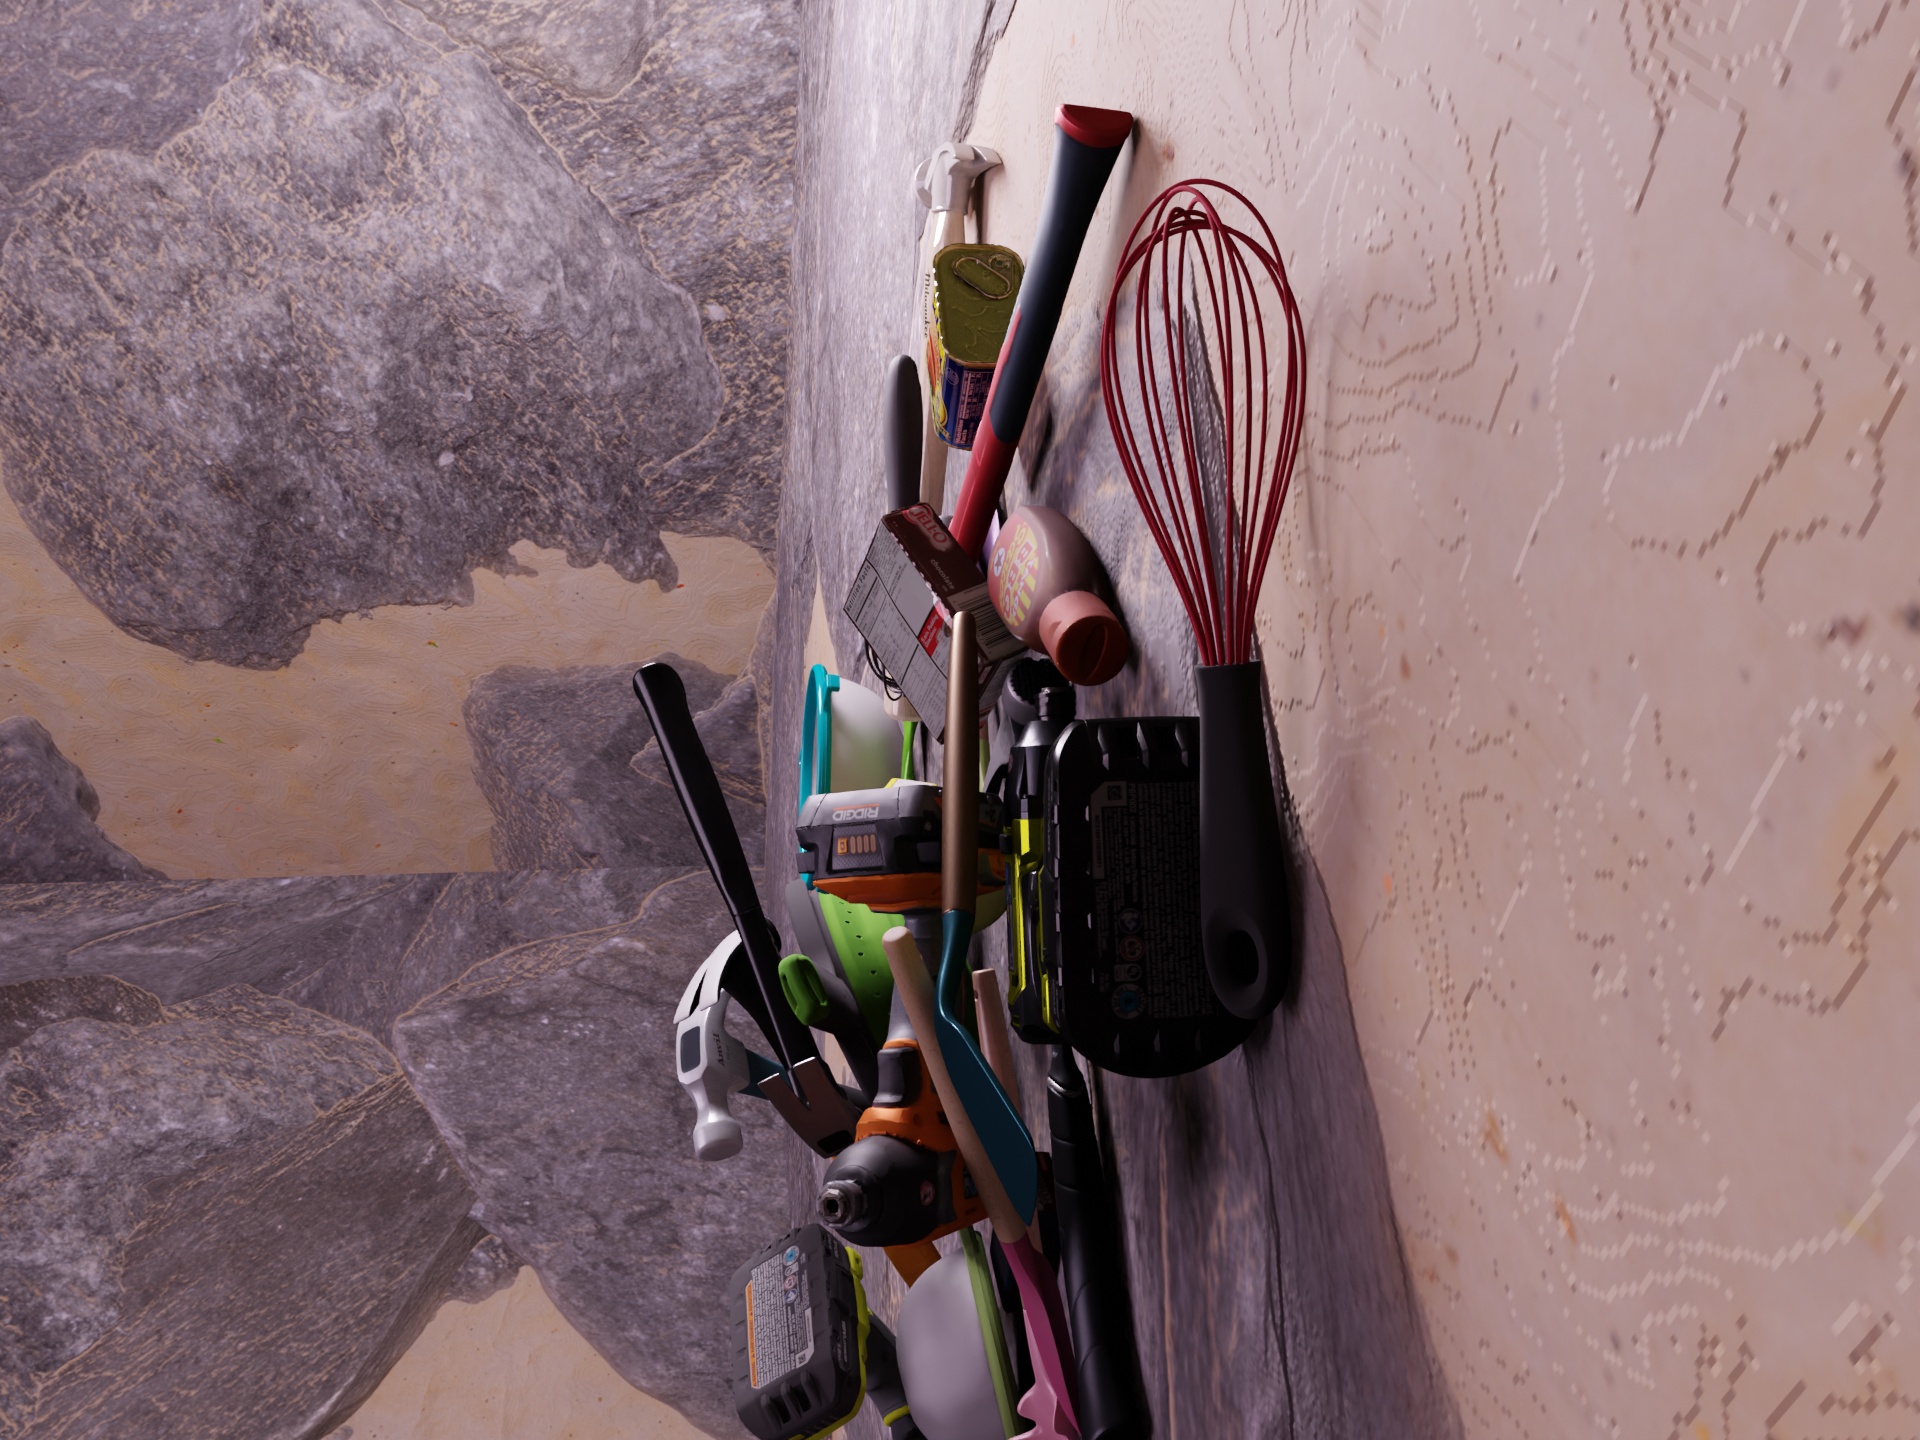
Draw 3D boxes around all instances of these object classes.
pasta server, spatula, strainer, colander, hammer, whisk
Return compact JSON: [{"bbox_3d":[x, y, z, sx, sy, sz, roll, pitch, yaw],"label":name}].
[{"bbox_3d":[0.031,0.296,0.874,0.060,0.040,0.316,157,106,-64],"label":"pasta server"},{"bbox_3d":[0.032,-0.090,0.985,0.316,0.018,0.059,-112,27,-66],"label":"spatula"},{"bbox_3d":[-0.015,0.344,0.963,0.151,0.069,0.256,-131,27,-83],"label":"strainer"},{"bbox_3d":[-0.041,0.167,1.002,0.397,0.094,0.205,78,167,-76],"label":"colander"},{"bbox_3d":[-0.020,-0.200,1.147,0.146,0.038,0.410,-133,47,-73],"label":"hammer"},{"bbox_3d":[-0.094,0.274,1.136,0.330,0.033,0.128,39,-152,-53],"label":"hammer"},{"bbox_3d":[0.010,0.072,0.750,0.082,0.044,0.318,90,180,-53],"label":"spatula"},{"bbox_3d":[-0.071,0.292,1.048,0.337,0.034,0.127,59,-163,-7],"label":"hammer"},{"bbox_3d":[0.052,0.177,0.850,0.149,0.036,0.409,106,160,-61],"label":"hammer"},{"bbox_3d":[-0.041,-0.133,1.095,0.055,0.055,0.239,-176,86,-80],"label":"whisk"},{"bbox_3d":[-0.138,0.107,0.986,0.146,0.035,0.335,71,174,-67],"label":"hammer"},{"bbox_3d":[0.092,-0.039,0.561,0.073,0.073,0.296,-157,62,-79],"label":"whisk"},{"bbox_3d":[-0.107,0.051,1.548,0.340,0.095,0.211,-163,76,-81],"label":"strainer"},{"bbox_3d":[0.028,-0.165,0.891,0.386,0.038,0.143,110,161,-54],"label":"hammer"}]

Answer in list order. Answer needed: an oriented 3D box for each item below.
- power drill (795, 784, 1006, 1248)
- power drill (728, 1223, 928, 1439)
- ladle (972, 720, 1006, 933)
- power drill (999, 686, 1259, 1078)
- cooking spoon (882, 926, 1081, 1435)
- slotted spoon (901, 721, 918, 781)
[{"bbox_3d":[-0.028,0.149,0.807,0.164,0.084,0.226,13,-108,-64],"label":"power drill"},{"bbox_3d":[-0.047,0.449,1.029,0.228,0.080,0.191,49,-166,-31],"label":"power drill"},{"bbox_3d":[-0.002,-0.003,1.078,0.078,0.062,0.320,69,-166,-55],"label":"ladle"},{"bbox_3d":[0.059,0.064,0.697,0.223,0.080,0.171,153,115,-82],"label":"power drill"},{"bbox_3d":[0.017,0.232,0.779,0.069,0.017,0.318,-91,-16,-64],"label":"cooking spoon"},{"bbox_3d":[-0.044,0.088,1.391,0.070,0.031,0.314,-159,67,-79],"label":"slotted spoon"}]
